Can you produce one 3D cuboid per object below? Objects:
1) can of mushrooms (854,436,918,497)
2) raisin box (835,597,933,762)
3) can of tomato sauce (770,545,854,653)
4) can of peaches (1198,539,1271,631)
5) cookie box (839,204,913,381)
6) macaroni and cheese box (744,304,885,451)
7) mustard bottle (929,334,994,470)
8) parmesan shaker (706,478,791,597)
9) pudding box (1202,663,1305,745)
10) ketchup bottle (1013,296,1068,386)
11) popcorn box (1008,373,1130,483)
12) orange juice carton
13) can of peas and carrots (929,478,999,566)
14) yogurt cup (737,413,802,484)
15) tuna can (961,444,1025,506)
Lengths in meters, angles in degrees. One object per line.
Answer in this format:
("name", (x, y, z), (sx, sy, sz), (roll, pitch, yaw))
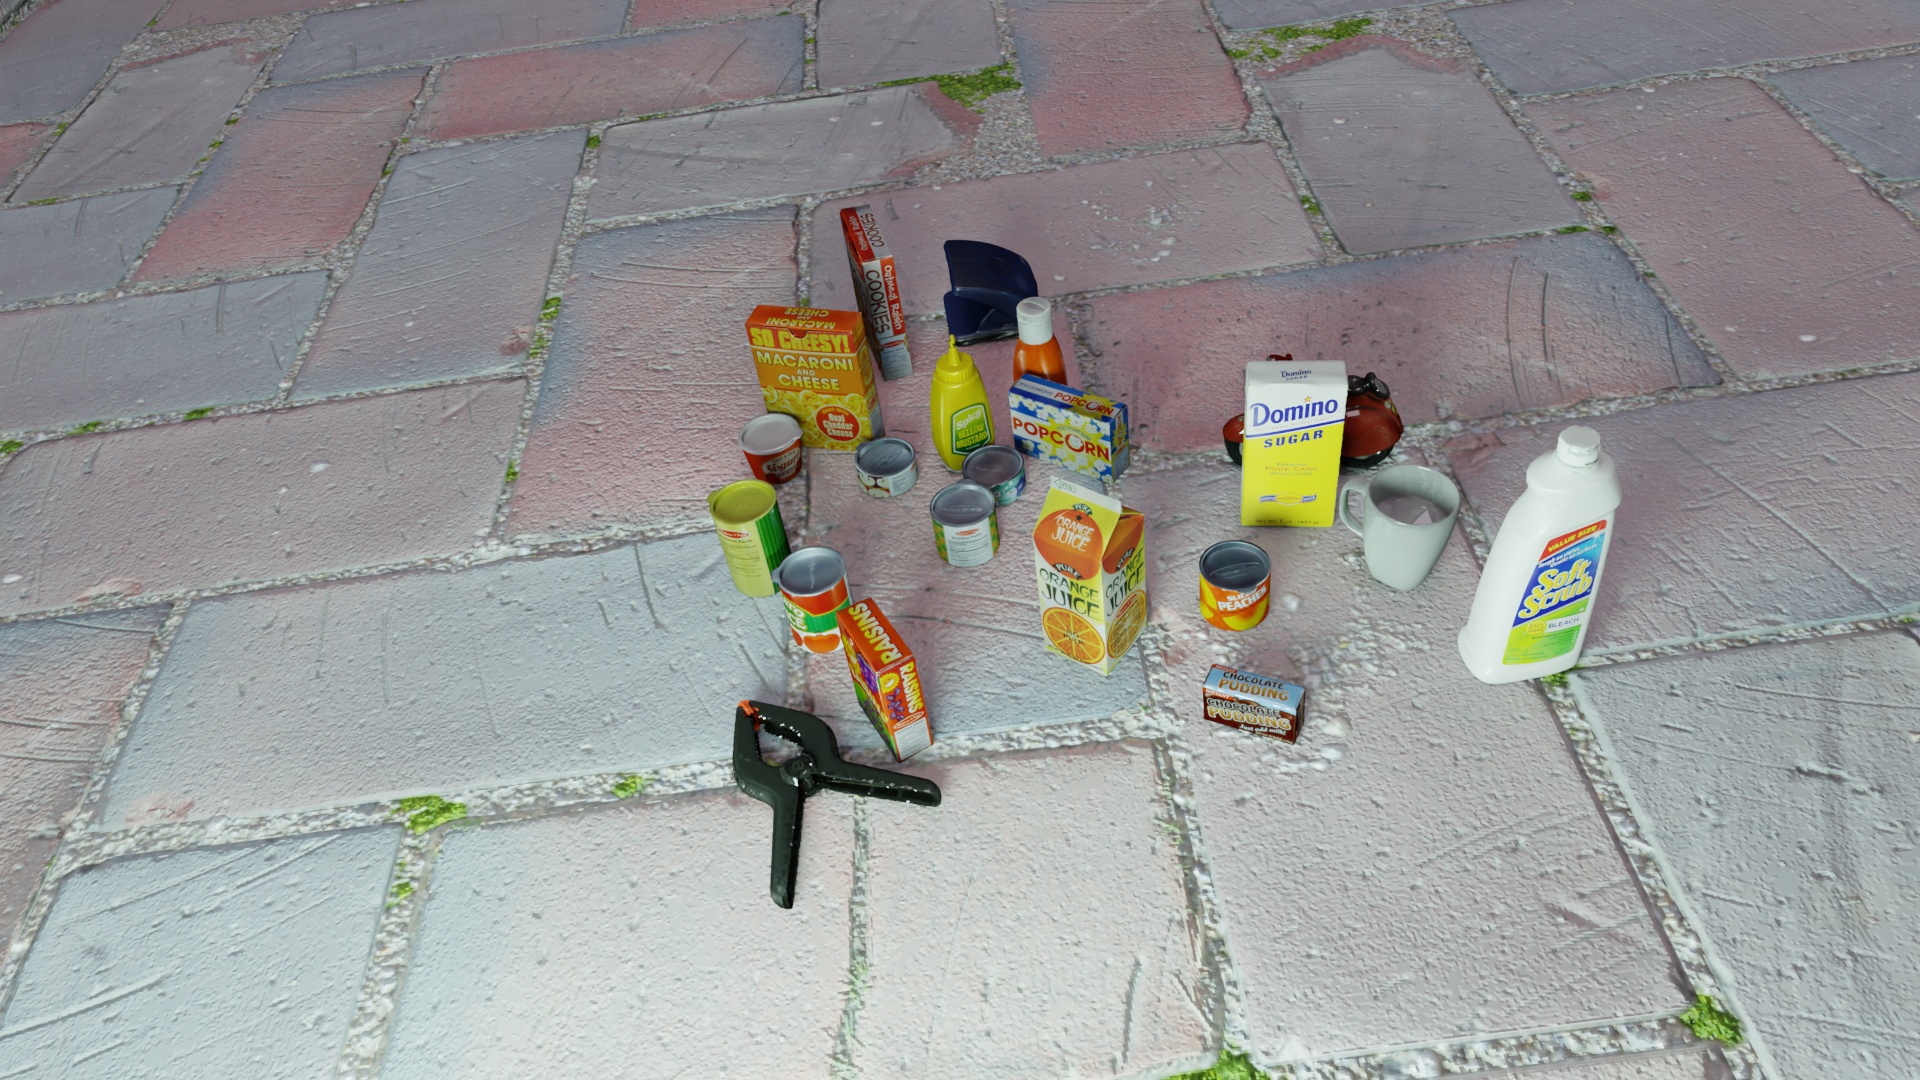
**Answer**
("can of mushrooms", (-0.081, -0.080, 1.500), (0.071, 0.033, 0.071), (-5, 43, 4))
("raisin box", (-0.067, 0.122, 1.219), (0.040, 0.122, 0.086), (-24, 45, -16))
("can of tomato sauce", (-0.138, 0.058, 1.328), (0.071, 0.082, 0.071), (-5, 43, 4))
("can of peaches", (0.257, 0.044, 1.297), (0.071, 0.057, 0.071), (-5, 43, 4))
("cookie box", (-0.100, -0.290, 1.627), (0.040, 0.166, 0.123), (-15, 44, -7))
("macaroni and cheese box", (-0.156, -0.174, 1.515), (0.124, 0.165, 0.040), (6, 45, 16))
("mustard bottle", (-0.002, -0.148, 1.467), (0.065, 0.159, 0.049), (-23, 45, -15))
("parmesan shaker", (-0.209, -0.002, 1.388), (0.071, 0.102, 0.072), (-5, 43, 5))
("pudding box", (0.254, 0.141, 1.201), (0.084, 0.049, 0.030), (14, 48, 23))
("ketchup bottle", (0.085, -0.193, 1.509), (0.065, 0.148, 0.044), (29, 55, 33))
("popcorn box", (0.115, -0.119, 1.473), (0.127, 0.084, 0.038), (21, 51, 28))
("orange juice carton", (0.117, 0.024, 1.243), (0.072, 0.191, 0.073), (23, 52, 30))
("can of peas and carrots", (0.005, -0.018, 1.402), (0.071, 0.058, 0.071), (-5, 43, 4))
("yogurt cup", (-0.206, -0.099, 1.525), (0.072, 0.053, 0.073), (-5, 43, 4))
("tuna can", (0.035, -0.067, 1.468), (0.071, 0.032, 0.071), (-5, 43, 4))
